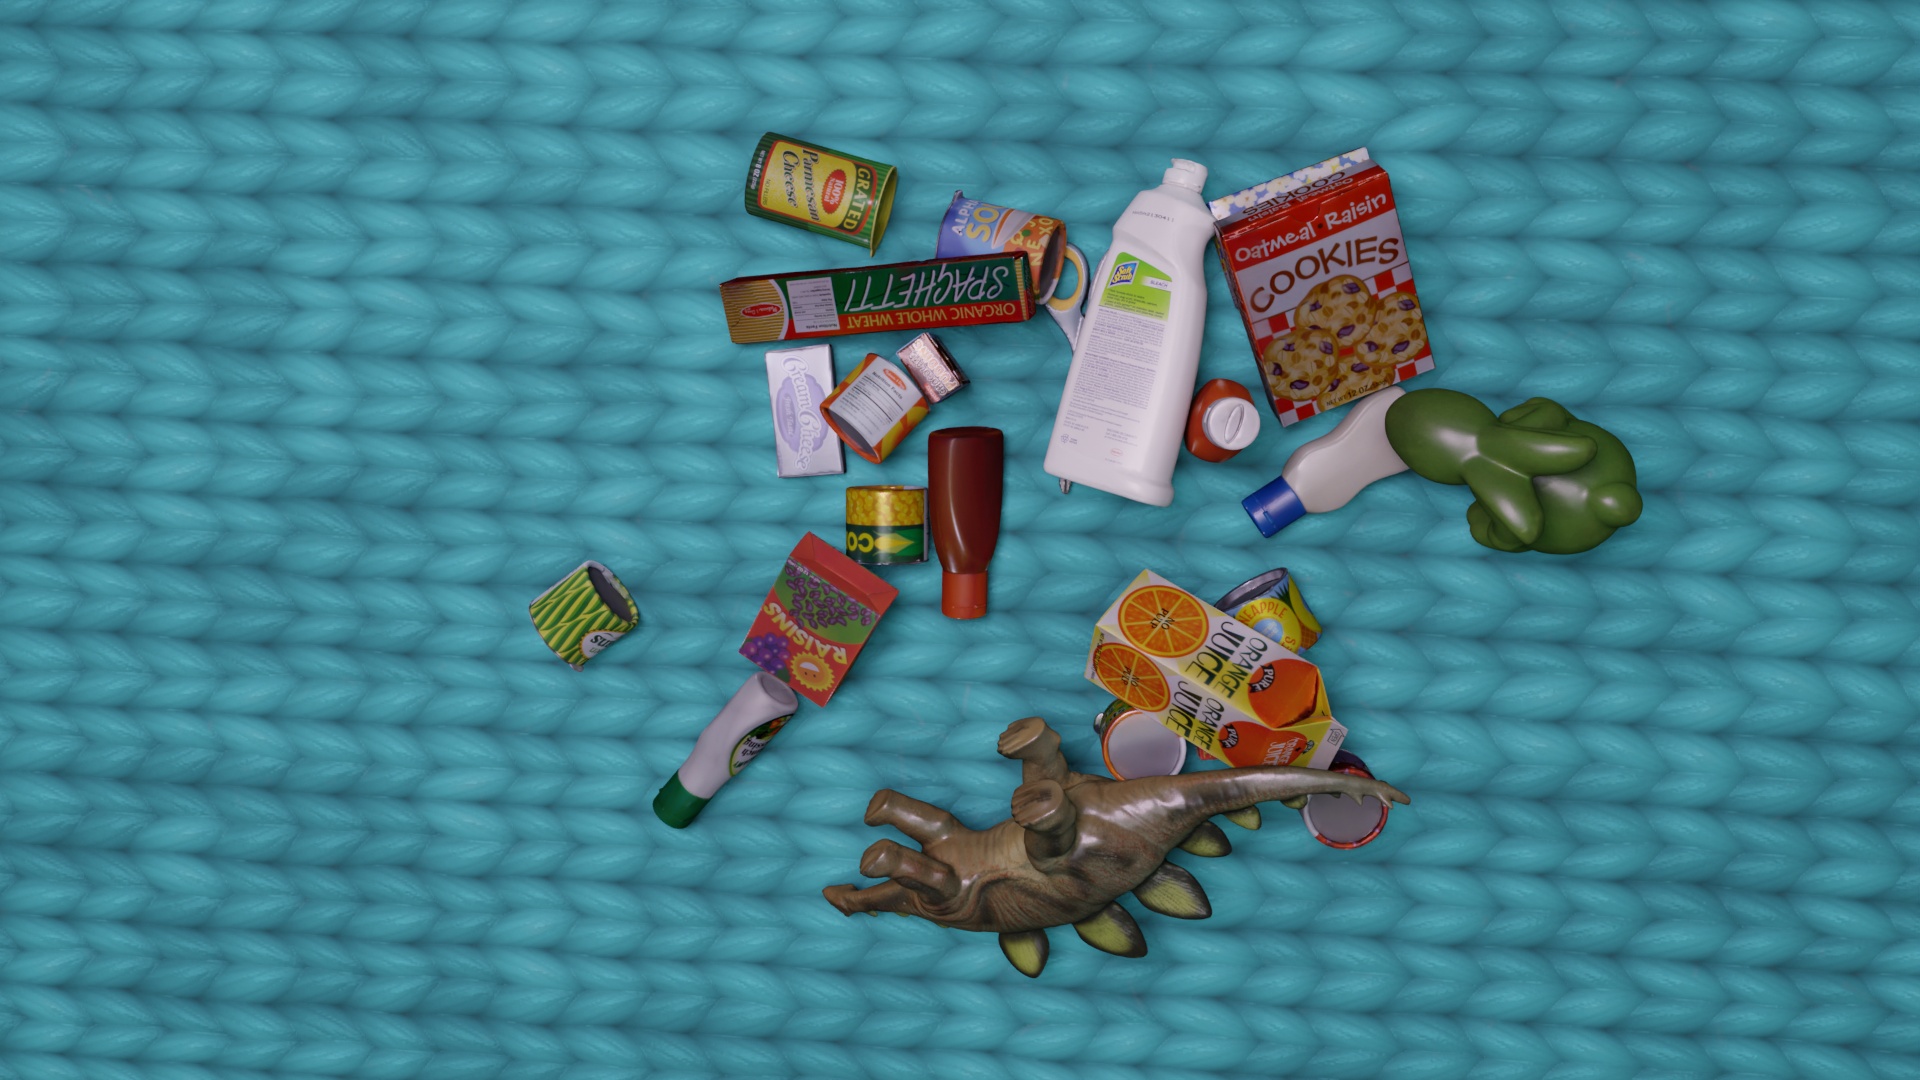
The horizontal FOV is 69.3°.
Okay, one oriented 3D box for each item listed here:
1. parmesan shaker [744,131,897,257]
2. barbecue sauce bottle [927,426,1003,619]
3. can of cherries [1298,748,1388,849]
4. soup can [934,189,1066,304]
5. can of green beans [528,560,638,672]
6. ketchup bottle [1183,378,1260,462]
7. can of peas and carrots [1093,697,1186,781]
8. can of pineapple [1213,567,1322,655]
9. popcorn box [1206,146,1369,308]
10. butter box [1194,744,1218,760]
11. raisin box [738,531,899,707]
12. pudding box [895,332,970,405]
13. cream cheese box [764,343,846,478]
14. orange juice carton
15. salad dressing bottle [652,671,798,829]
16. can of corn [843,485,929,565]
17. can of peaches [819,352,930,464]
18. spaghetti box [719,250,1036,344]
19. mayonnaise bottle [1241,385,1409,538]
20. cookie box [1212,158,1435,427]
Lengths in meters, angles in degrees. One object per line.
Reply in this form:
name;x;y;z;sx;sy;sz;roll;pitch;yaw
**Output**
parmesan shaker;-0.108;-0.266;1.068;0.103;0.071;0.071;16;97;2
barbecue sauce bottle;0.004;-0.014;1.092;0.043;0.065;0.148;12;107;44
can of cherries;0.301;0.203;1.094;0.071;0.058;0.071;0;96;4
soup can;0.031;-0.222;1.053;0.084;0.071;0.071;16;97;15
can of green beans;-0.301;0.058;1.115;0.058;0.071;0.071;-35;93;6
ketchup bottle;0.193;-0.088;1.025;0.043;0.149;0.064;19;97;3
can of peas and carrots;0.141;0.157;1.100;0.071;0.059;0.071;0;96;4
can of pineapple;0.238;0.062;1.078;0.071;0.071;0.058;-31;94;7
popcorn box;0.259;-0.237;1.061;0.127;0.038;0.085;-19;94;5
butter box;0.235;0.152;1.096;0.103;0.053;0.024;-6;94;4
raisin box;-0.113;0.063;1.088;0.086;0.040;0.122;33;129;0
pudding box;-0.020;-0.133;1.067;0.030;0.084;0.049;-34;94;8
cream cheese box;-0.123;-0.102;1.107;0.053;0.024;0.103;-5;96;4
orange juice carton;0.195;0.109;1.042;0.193;0.071;0.073;31;54;21
salad dressing bottle;-0.193;0.172;1.125;0.044;0.064;0.147;46;106;17
can of corn;-0.060;-0.013;1.090;0.071;0.071;0.058;1;96;4
can of peaches;-0.066;-0.100;1.072;0.071;0.071;0.058;42;77;-1
spaghetti box;-0.064;-0.183;1.051;0.250;0.029;0.050;-1;111;22
mayonnaise bottle;0.289;-0.057;1.077;0.148;0.041;0.064;-34;100;7
cookie box;0.271;-0.181;1.030;0.123;0.040;0.166;-22;121;7
